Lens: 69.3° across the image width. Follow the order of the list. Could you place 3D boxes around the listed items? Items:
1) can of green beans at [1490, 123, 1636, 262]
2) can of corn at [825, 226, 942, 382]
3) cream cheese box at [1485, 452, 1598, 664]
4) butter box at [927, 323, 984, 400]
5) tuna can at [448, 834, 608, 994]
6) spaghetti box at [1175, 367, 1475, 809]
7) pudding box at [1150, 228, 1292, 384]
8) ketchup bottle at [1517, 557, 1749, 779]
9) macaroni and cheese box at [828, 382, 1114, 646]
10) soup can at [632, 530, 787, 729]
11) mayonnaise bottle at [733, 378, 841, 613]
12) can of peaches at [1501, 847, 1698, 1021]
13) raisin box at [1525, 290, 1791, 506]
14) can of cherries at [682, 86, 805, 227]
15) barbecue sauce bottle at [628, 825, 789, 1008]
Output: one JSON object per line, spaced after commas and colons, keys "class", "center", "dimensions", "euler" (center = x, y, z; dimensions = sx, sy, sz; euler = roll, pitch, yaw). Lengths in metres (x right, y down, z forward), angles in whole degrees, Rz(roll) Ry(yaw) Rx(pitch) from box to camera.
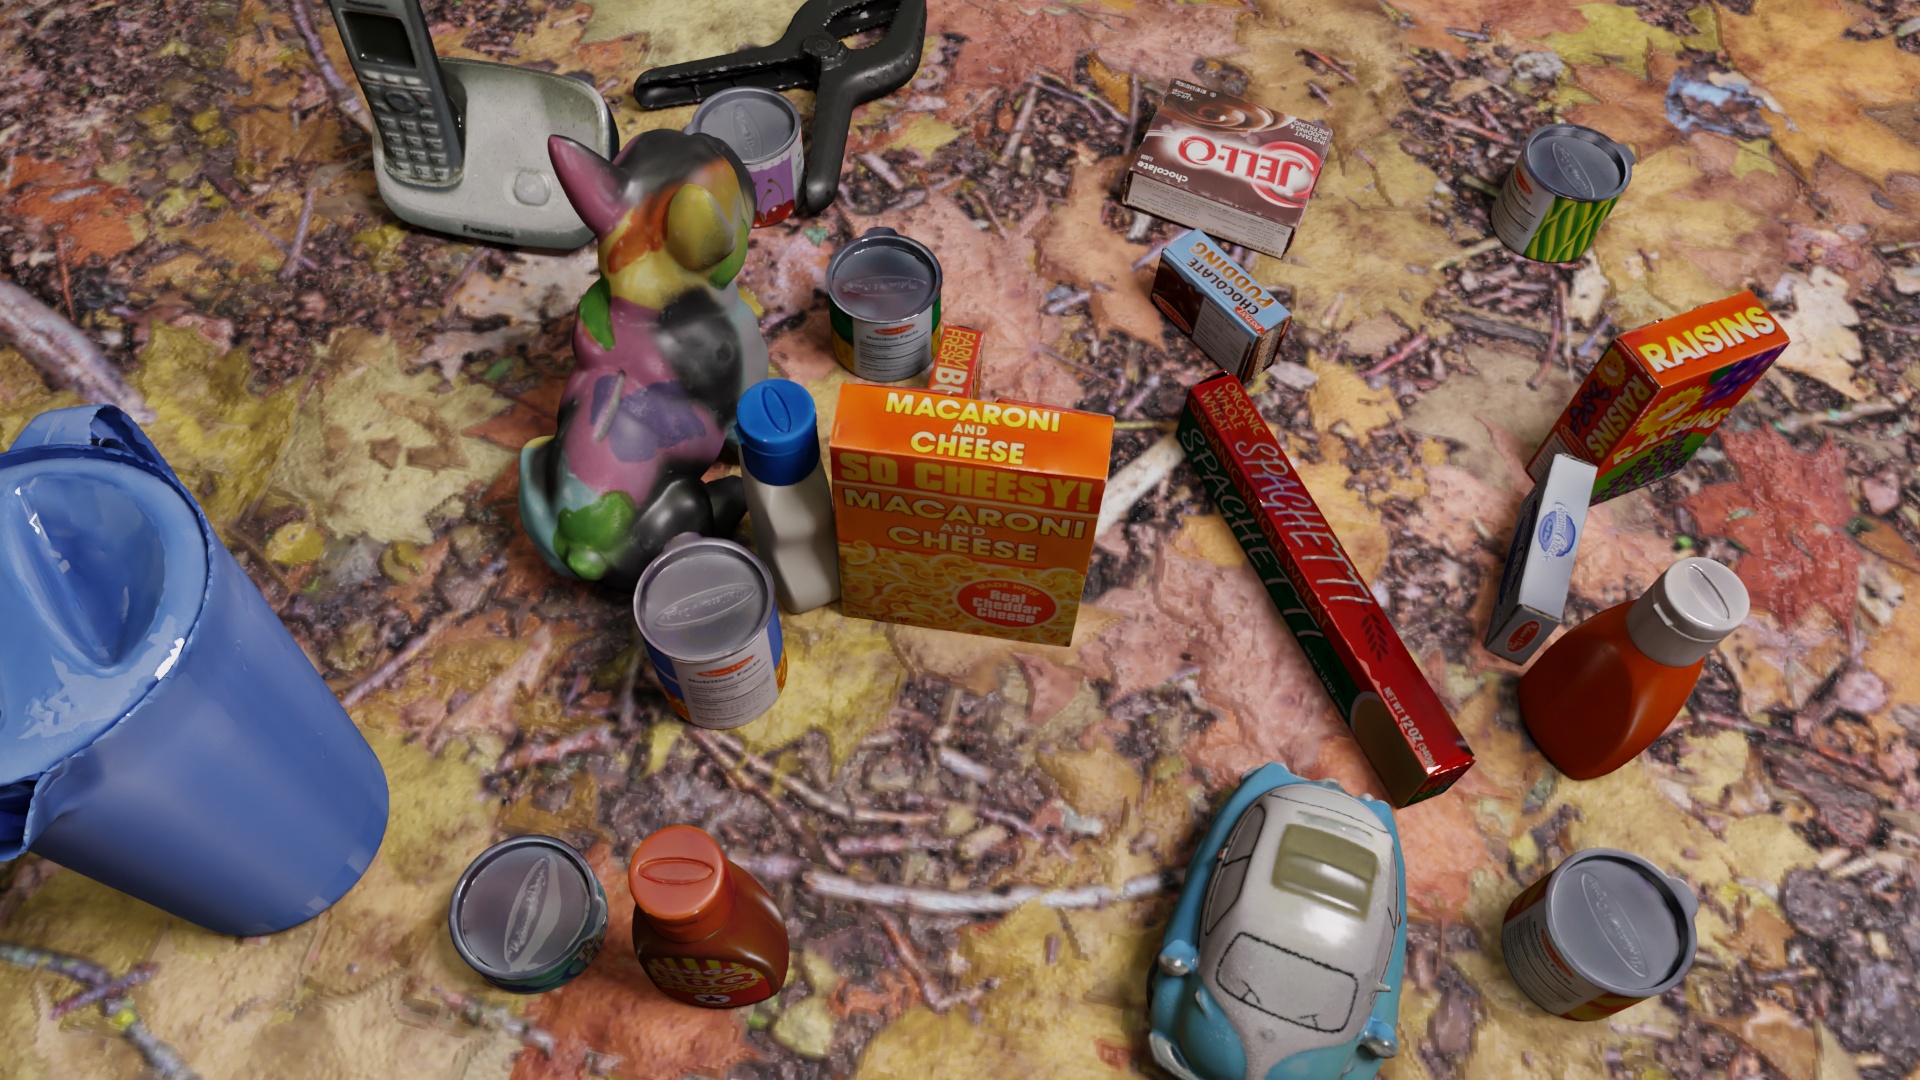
{"class": "can of green beans", "center": [0.376, -0.217, 0.873], "dimensions": [0.071, 0.057, 0.071], "euler": [1, 60, -2]}
{"class": "can of corn", "center": [-0.044, -0.137, 0.809], "dimensions": [0.071, 0.058, 0.071], "euler": [1, 60, -2]}
{"class": "cream cheese box", "center": [0.309, 0.009, 0.740], "dimensions": [0.024, 0.053, 0.104], "euler": [21, 61, 10]}
{"class": "butter box", "center": [-0.008, -0.064, 0.771], "dimensions": [0.024, 0.053, 0.104], "euler": [10, 60, 4]}
{"class": "tuna can", "center": [-0.194, 0.172, 0.637], "dimensions": [0.071, 0.032, 0.071], "euler": [1, 60, -2]}
{"class": "spaghetti box", "center": [0.184, 0.020, 0.731], "dimensions": [0.029, 0.050, 0.251], "euler": [-19, 62, -13]}
{"class": "pudding box", "center": [0.153, -0.139, 0.823], "dimensions": [0.030, 0.049, 0.084], "euler": [-33, 66, -19]}
{"class": "ketchup bottle", "center": [0.316, 0.059, 0.656], "dimensions": [0.043, 0.148, 0.065], "euler": [-17, 62, -12]}
{"class": "macaroni and cheese box", "center": [0.002, -0.008, 0.673], "dimensions": [0.124, 0.165, 0.040], "euler": [7, 60, 2]}
{"class": "soup can", "center": [-0.122, 0.045, 0.685], "dimensions": [0.071, 0.083, 0.071], "euler": [1, 60, -2]}
{"class": "mayonnaise bottle", "center": [-0.085, -0.022, 0.689], "dimensions": [0.041, 0.147, 0.065], "euler": [-20, 63, -13]}
{"class": "can of peaches", "center": [0.292, 0.181, 0.636], "dimensions": [0.071, 0.057, 0.071], "euler": [1, 60, -2]}
{"class": "raisin box", "center": [0.372, -0.072, 0.750], "dimensions": [0.086, 0.122, 0.040], "euler": [-19, 62, -12]}
{"class": "can of cherries", "center": [-0.133, -0.238, 0.865], "dimensions": [0.071, 0.058, 0.072], "euler": [1, 60, -2]}
{"class": "barbecue sauce bottle", "center": [-0.108, 0.159, 0.581], "dimensions": [0.065, 0.147, 0.044], "euler": [2, 60, -1]}
